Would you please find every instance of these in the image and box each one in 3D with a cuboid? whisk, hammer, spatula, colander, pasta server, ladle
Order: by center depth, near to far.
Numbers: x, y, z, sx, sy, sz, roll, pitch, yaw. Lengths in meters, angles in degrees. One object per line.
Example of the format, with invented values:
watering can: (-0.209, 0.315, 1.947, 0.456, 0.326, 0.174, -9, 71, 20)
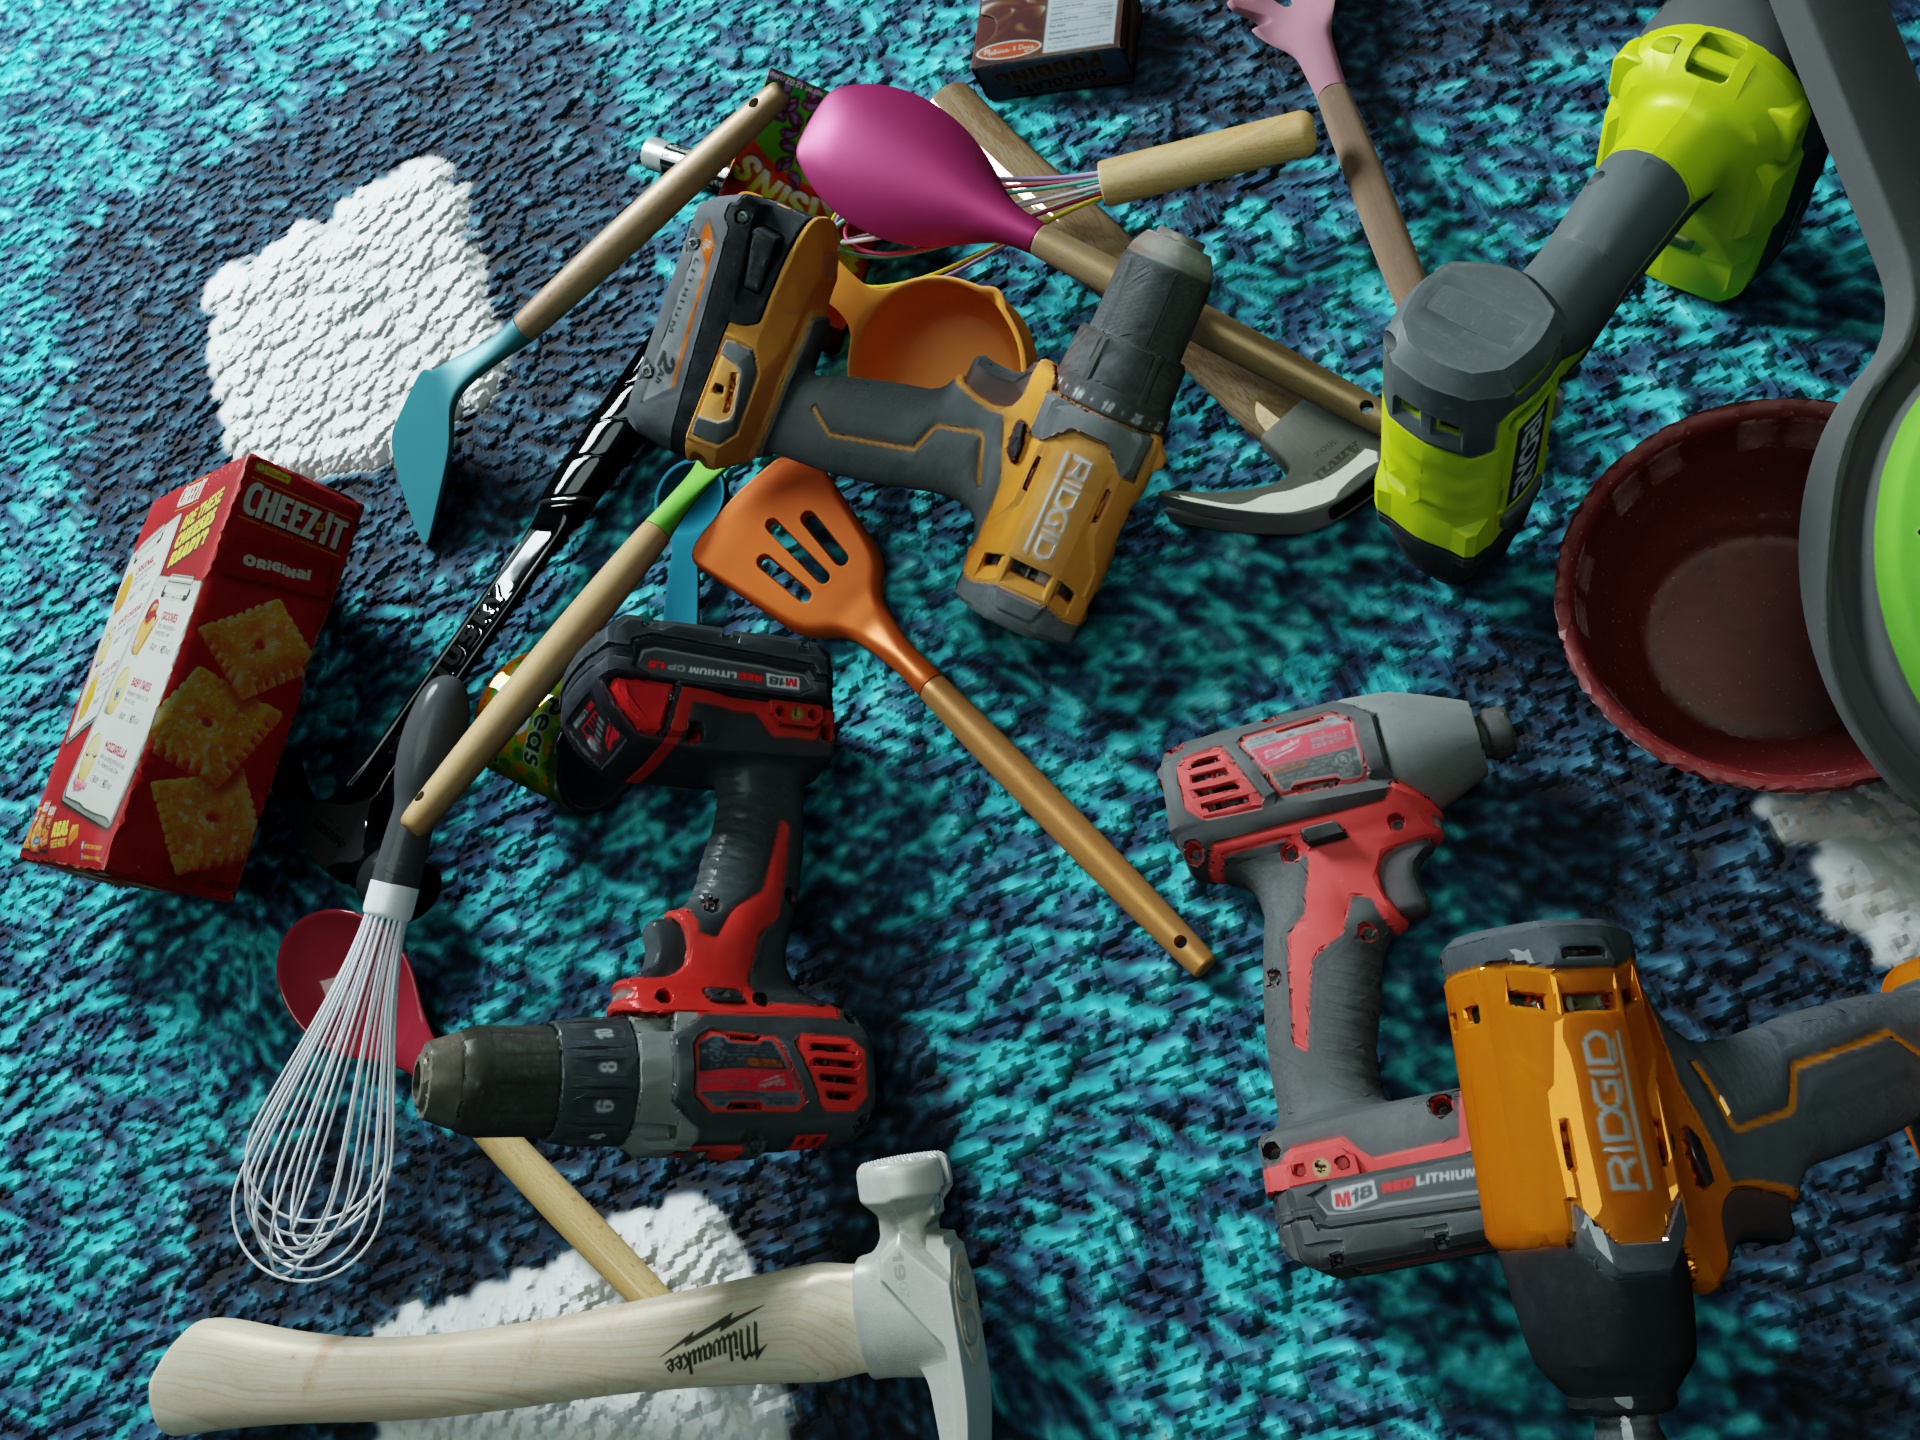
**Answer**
colander: (0.367, -0.129, 0.528, 0.204, 0.094, 0.397, -19, 87, -15)
hammer: (-0.183, 0.286, 0.686, 0.410, 0.038, 0.146, -14, 78, 19)
spatula: (-0.001, -0.002, 0.731, 0.081, 0.041, 0.323, -44, 65, 0)
whisk: (-0.273, 0.116, 0.741, 0.070, 0.070, 0.285, 8, 79, 22)
ladle: (-0.217, 0.195, 0.746, 0.316, 0.031, 0.069, 36, 97, 24)
pasta server: (0.179, -0.280, 0.749, 0.060, 0.040, 0.316, -26, 58, 27)
whisk: (0.047, -0.257, 0.766, 0.245, 0.051, 0.047, -9, 64, 17)
hammer: (0.082, -0.213, 0.779, 0.130, 0.031, 0.332, -41, 63, 2)
spatula: (-0.205, -0.220, 0.840, 0.317, 0.044, 0.082, -36, 61, 18)
hammer: (-0.223, -0.099, 0.844, 0.149, 0.036, 0.409, 29, 81, 31)

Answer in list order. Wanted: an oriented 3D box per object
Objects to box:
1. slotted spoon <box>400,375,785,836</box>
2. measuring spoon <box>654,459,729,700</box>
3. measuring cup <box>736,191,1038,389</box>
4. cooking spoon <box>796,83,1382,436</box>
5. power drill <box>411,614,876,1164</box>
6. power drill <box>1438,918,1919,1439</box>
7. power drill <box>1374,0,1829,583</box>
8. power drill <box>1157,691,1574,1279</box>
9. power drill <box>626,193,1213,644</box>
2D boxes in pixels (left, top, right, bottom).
slotted spoon: (-0.163, -0.072, 0.766, 0.070, 0.031, 0.314, 12, 60, 47)
measuring spoon: (-0.138, -0.070, 0.820, 0.042, 0.021, 0.129, -1, 81, 22)
measuring cup: (-0.037, -0.197, 0.774, 0.173, 0.052, 0.095, 42, 108, 5)
cooking spoon: (0.057, -0.210, 0.728, 0.319, 0.017, 0.069, 32, 95, 14)
power drill: (-0.133, 0.074, 0.682, 0.080, 0.187, 0.227, -38, 52, 54)
power drill: (0.275, 0.146, 0.512, 0.226, 0.084, 0.164, 0, 70, -9)
power drill: (0.249, -0.165, 0.638, 0.080, 0.171, 0.223, 36, 78, 26)
power drill: (0.167, 0.094, 0.621, 0.143, 0.078, 0.220, -16, 64, 13)
power drill: (-0.013, -0.159, 0.707, 0.226, 0.084, 0.185, 25, 107, 3)
